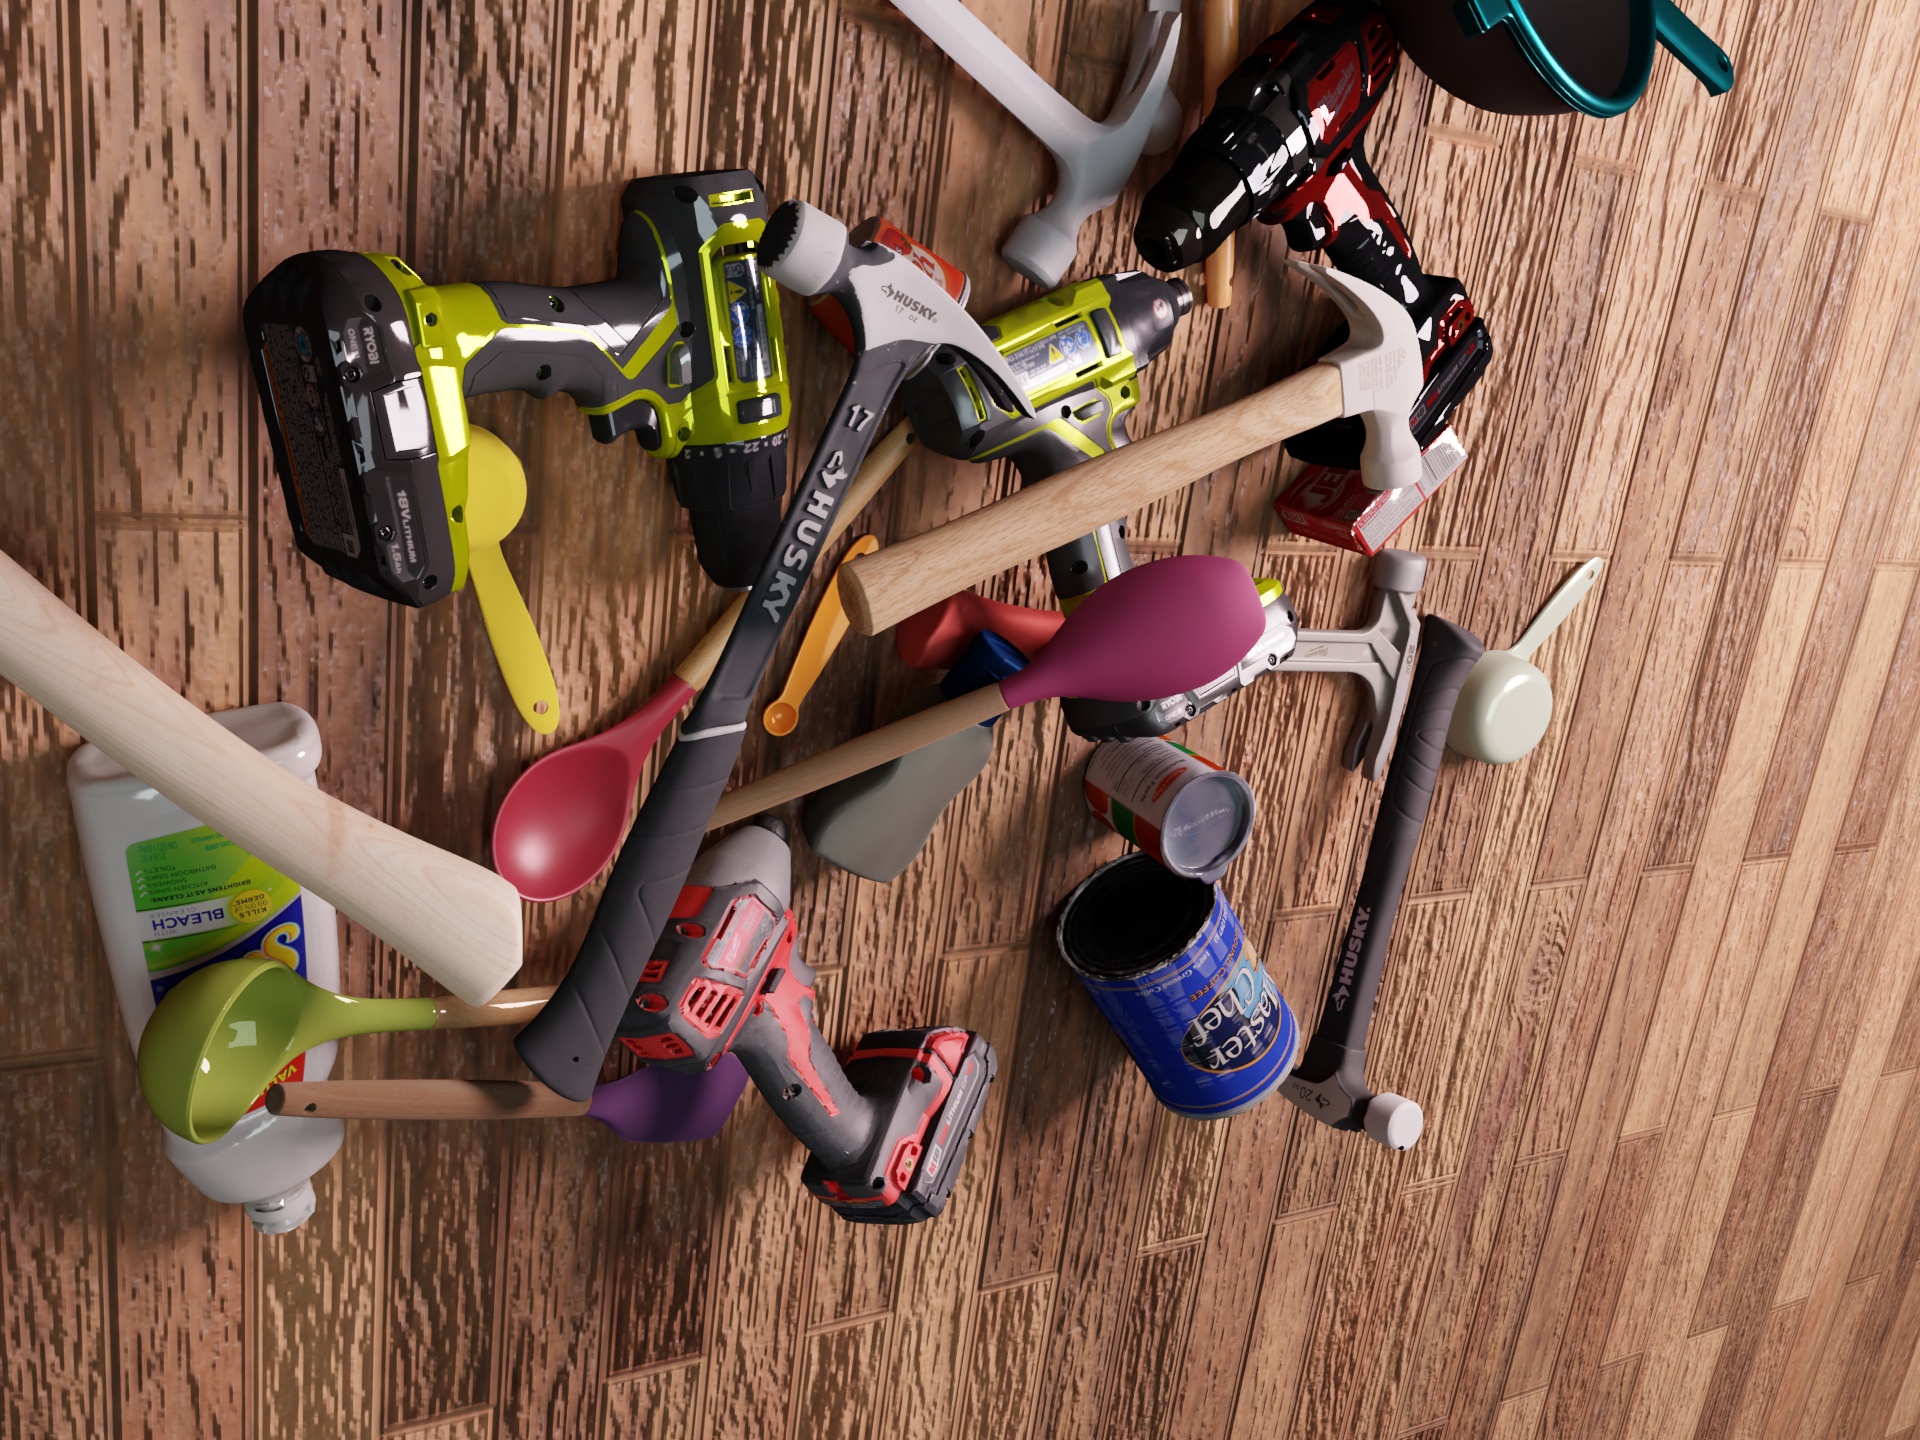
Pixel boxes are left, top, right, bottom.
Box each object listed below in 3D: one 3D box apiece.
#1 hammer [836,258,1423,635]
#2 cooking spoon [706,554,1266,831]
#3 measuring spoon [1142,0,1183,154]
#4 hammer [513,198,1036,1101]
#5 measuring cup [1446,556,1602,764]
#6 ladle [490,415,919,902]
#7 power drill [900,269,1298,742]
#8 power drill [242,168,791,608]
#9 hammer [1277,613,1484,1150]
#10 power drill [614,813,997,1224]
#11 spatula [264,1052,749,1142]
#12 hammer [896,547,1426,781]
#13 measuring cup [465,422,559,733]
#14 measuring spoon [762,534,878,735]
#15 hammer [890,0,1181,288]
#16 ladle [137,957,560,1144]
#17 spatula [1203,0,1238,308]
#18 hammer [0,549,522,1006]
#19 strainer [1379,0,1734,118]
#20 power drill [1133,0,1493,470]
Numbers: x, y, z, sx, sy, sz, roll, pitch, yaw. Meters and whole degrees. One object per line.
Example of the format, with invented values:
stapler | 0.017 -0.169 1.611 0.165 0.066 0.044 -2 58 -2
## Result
hammer | 0.090 -0.122 0.755 0.331 0.031 0.130 -26 121 -21
cooking spoon | -0.001 -0.003 0.797 0.319 0.017 0.068 -22 104 12
measuring spoon | 0.107 -0.355 0.814 0.034 0.018 0.124 -5 110 -28
hammer | -0.100 -0.013 0.720 0.149 0.036 0.409 22 96 -36
measuring cup | 0.396 -0.042 1.083 0.083 0.038 0.167 40 89 -34
ladle | -0.121 -0.039 0.798 0.315 0.031 0.069 -49 129 -7
power drill | 0.085 -0.116 0.833 0.171 0.080 0.223 -30 104 -25
power drill | -0.167 -0.128 0.685 0.228 0.080 0.190 -24 119 -40
hammer | 0.273 0.094 1.032 0.035 0.146 0.335 17 88 -34
power drill | -0.080 0.160 0.849 0.219 0.078 0.143 50 46 -30
spatula | -0.200 0.182 0.770 0.060 0.018 0.315 -61 149 3
hammer | 0.127 -0.034 0.936 0.359 0.037 0.149 0 108 -30
measuring cup | -0.213 -0.060 0.734 0.062 0.029 0.156 -24 116 -20
measuring spoon | -0.074 -0.046 0.835 0.021 0.011 0.117 27 90 -33
hammer | -0.060 -0.367 0.702 0.405 0.035 0.144 31 94 -34
ladle | -0.220 0.141 0.747 0.320 0.062 0.078 5 107 -49
spatula | 0.124 -0.370 0.807 0.081 0.041 0.322 -46 139 -48
hammer | -0.345 -0.011 0.610 0.410 0.038 0.146 42 79 -20
strainer | 0.318 -0.398 0.875 0.340 0.095 0.211 6 78 -44
power drill | 0.186 -0.237 0.840 0.188 0.080 0.226 -49 129 -21
